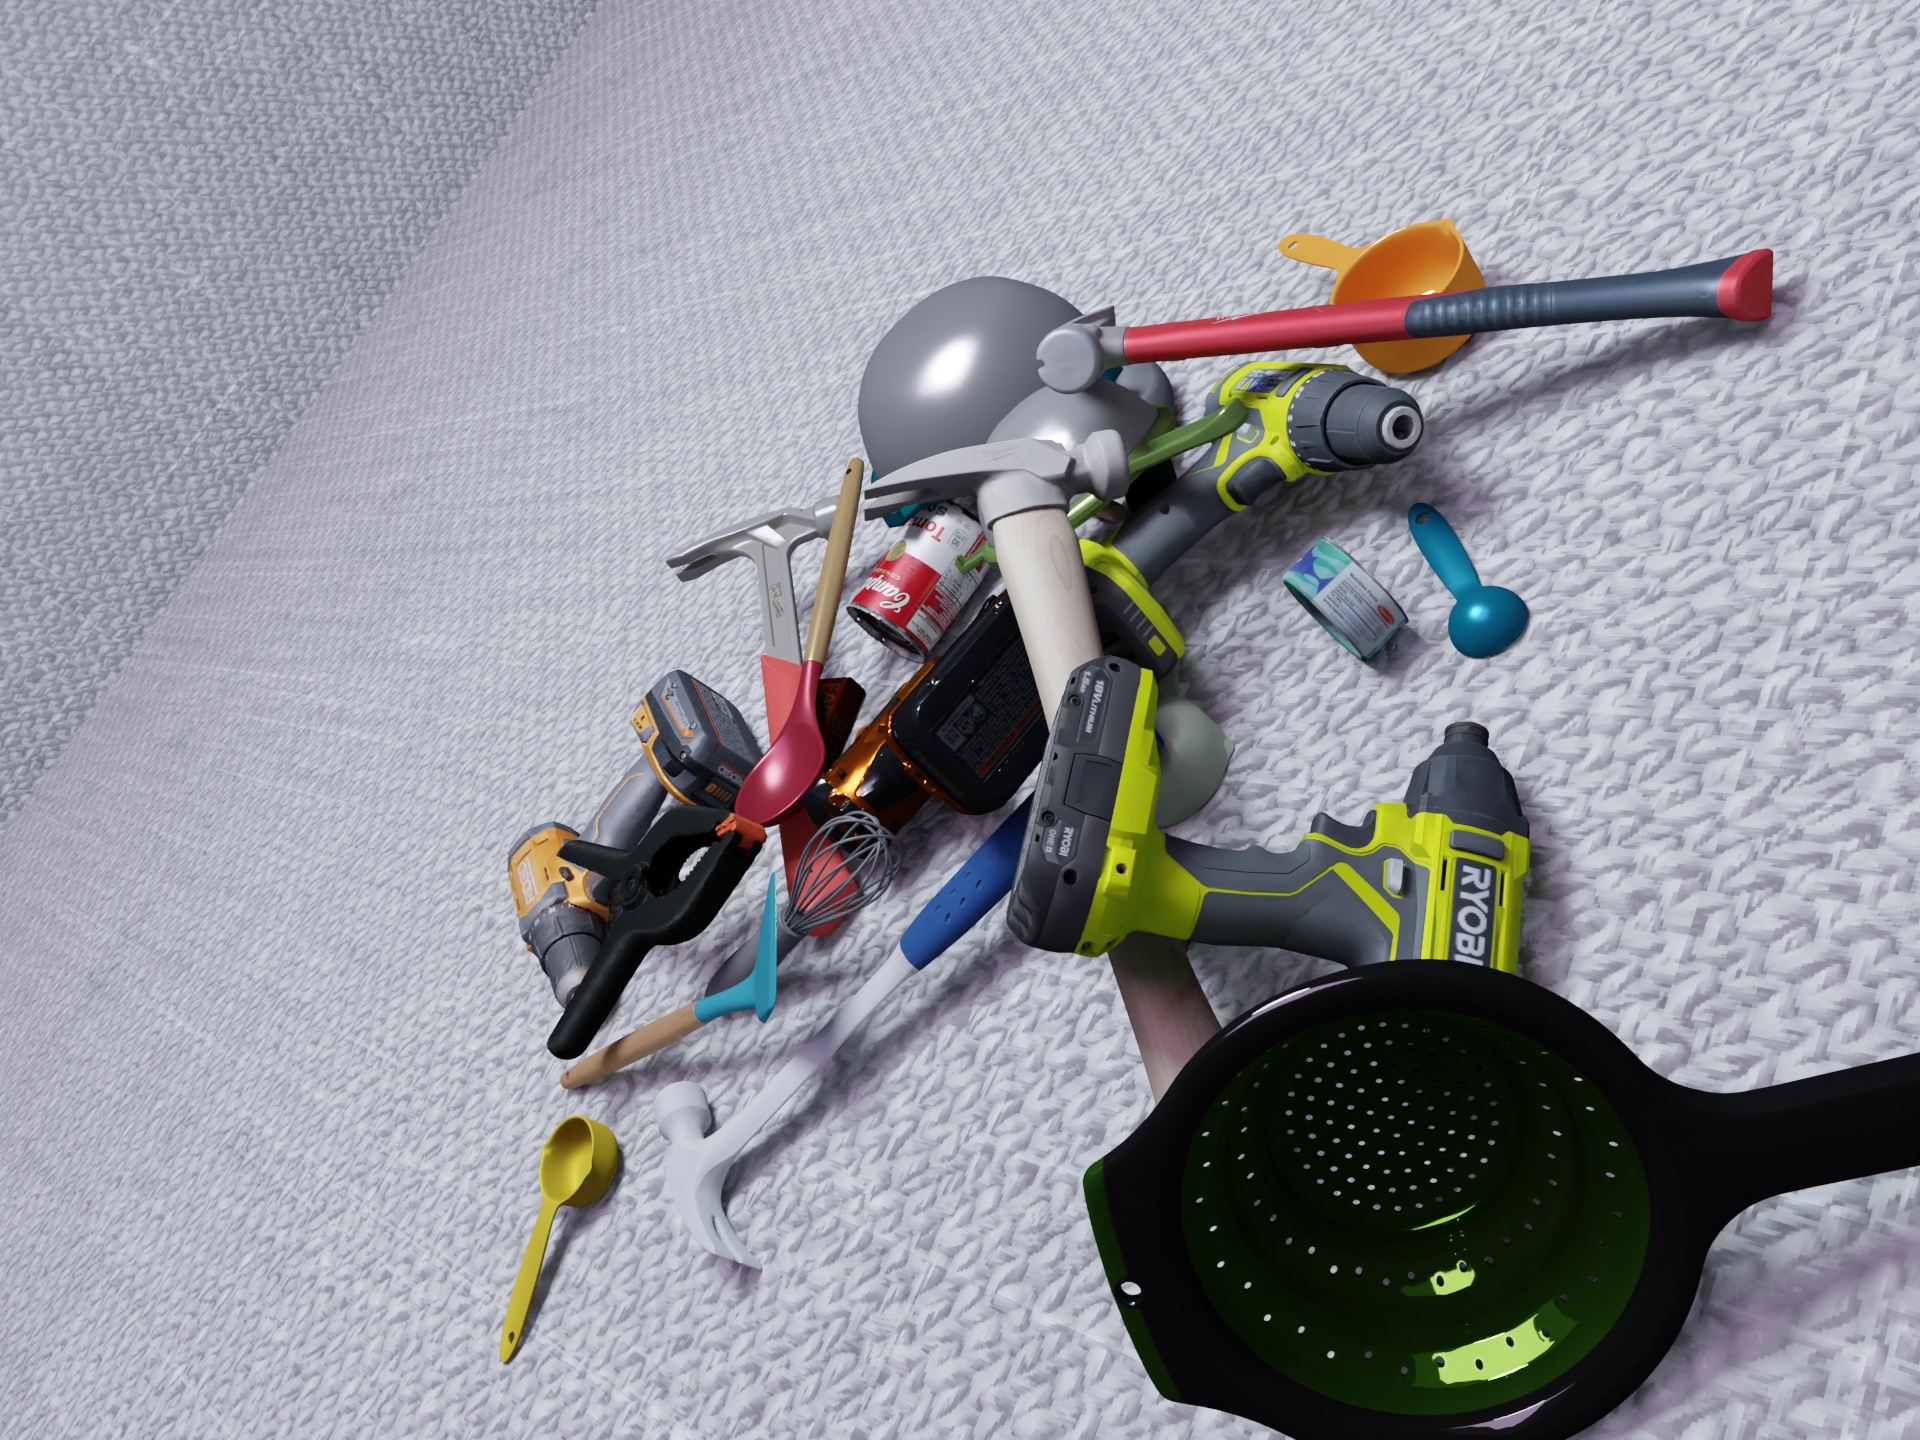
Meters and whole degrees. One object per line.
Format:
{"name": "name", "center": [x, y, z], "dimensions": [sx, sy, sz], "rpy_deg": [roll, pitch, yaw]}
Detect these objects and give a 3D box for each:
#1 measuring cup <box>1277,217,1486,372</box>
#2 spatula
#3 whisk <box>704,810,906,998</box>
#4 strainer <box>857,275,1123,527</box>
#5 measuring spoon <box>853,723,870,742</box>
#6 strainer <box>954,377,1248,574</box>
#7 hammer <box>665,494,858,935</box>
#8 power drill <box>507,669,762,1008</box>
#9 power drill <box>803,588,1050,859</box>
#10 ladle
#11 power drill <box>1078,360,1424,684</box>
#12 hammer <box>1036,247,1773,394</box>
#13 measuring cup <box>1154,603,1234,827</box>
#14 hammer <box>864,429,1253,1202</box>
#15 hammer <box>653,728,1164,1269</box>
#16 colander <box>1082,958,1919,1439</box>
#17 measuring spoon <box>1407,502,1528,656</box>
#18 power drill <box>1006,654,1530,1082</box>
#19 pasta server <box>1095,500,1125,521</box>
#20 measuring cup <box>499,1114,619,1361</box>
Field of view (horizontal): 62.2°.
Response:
{"name": "measuring cup", "center": [0.263, -0.276, 1.018], "dimensions": [0.095, 0.052, 0.174], "rpy_deg": [-46, 35, 3]}
{"name": "spatula", "center": [-0.186, 0.189, 1.012], "dimensions": [0.317, 0.044, 0.082], "rpy_deg": [-33, 51, 42]}
{"name": "whisk", "center": [-0.106, 0.126, 0.985], "dimensions": [0.239, 0.055, 0.055], "rpy_deg": [-46, 30, 42]}
{"name": "strainer", "center": [-0.009, -0.288, 1.203], "dimensions": [0.211, 0.095, 0.341], "rpy_deg": [-33, 30, 12]}
{"name": "measuring spoon", "center": [-0.025, -0.007, 1.106], "dimensions": [0.117, 0.011, 0.021], "rpy_deg": [-26, 41, 22]}
{"name": "strainer", "center": [0.079, -0.172, 0.952], "dimensions": [0.151, 0.069, 0.256], "rpy_deg": [-46, 15, -20]}
{"name": "hammer", "center": [-0.130, -0.008, 1.131], "dimensions": [0.149, 0.036, 0.359], "rpy_deg": [-19, 53, 11]}
{"name": "power drill", "center": [-0.244, 0.094, 1.181], "dimensions": [0.226, 0.084, 0.186], "rpy_deg": [-46, 38, 10]}
{"name": "power drill", "center": [-0.002, -0.003, 0.960], "dimensions": [0.164, 0.084, 0.226], "rpy_deg": [-50, 7, -23]}
{"name": "ladle", "center": [-0.100, -0.060, 1.108], "dimensions": [0.069, 0.031, 0.316], "rpy_deg": [-13, 53, 33]}
{"name": "power drill", "center": [0.152, -0.123, 0.934], "dimensions": [0.228, 0.080, 0.191], "rpy_deg": [-44, 21, -3]}
{"name": "hammer", "center": [0.246, -0.231, 0.907], "dimensions": [0.386, 0.038, 0.143], "rpy_deg": [-1, 20, 19]}
{"name": "measuring cup", "center": [0.113, -0.015, 0.944], "dimensions": [0.083, 0.038, 0.168], "rpy_deg": [-25, 45, 29]}
{"name": "hammer", "center": [0.060, 0.036, 0.793], "dimensions": [0.146, 0.038, 0.411], "rpy_deg": [-11, 65, -7]}
{"name": "hammer", "center": [-0.033, 0.147, 0.919], "dimensions": [0.405, 0.035, 0.144], "rpy_deg": [-47, 36, 13]}
{"name": "colander", "center": [0.249, 0.154, 0.608], "dimensions": [0.397, 0.204, 0.094], "rpy_deg": [-17, 9, 14]}
{"name": "measuring spoon", "center": [0.267, -0.085, 0.865], "dimensions": [0.042, 0.021, 0.129], "rpy_deg": [-34, 40, 19]}
{"name": "power drill", "center": [0.144, 0.056, 0.727], "dimensions": [0.080, 0.223, 0.171], "rpy_deg": [104, -179, -62]}
{"name": "pasta server", "center": [0.025, -0.201, 1.204], "dimensions": [0.060, 0.040, 0.316], "rpy_deg": [-37, 36, -14]}
{"name": "measuring cup", "center": [-0.261, 0.336, 1.031], "dimensions": [0.062, 0.029, 0.156], "rpy_deg": [2, 71, 46]}
